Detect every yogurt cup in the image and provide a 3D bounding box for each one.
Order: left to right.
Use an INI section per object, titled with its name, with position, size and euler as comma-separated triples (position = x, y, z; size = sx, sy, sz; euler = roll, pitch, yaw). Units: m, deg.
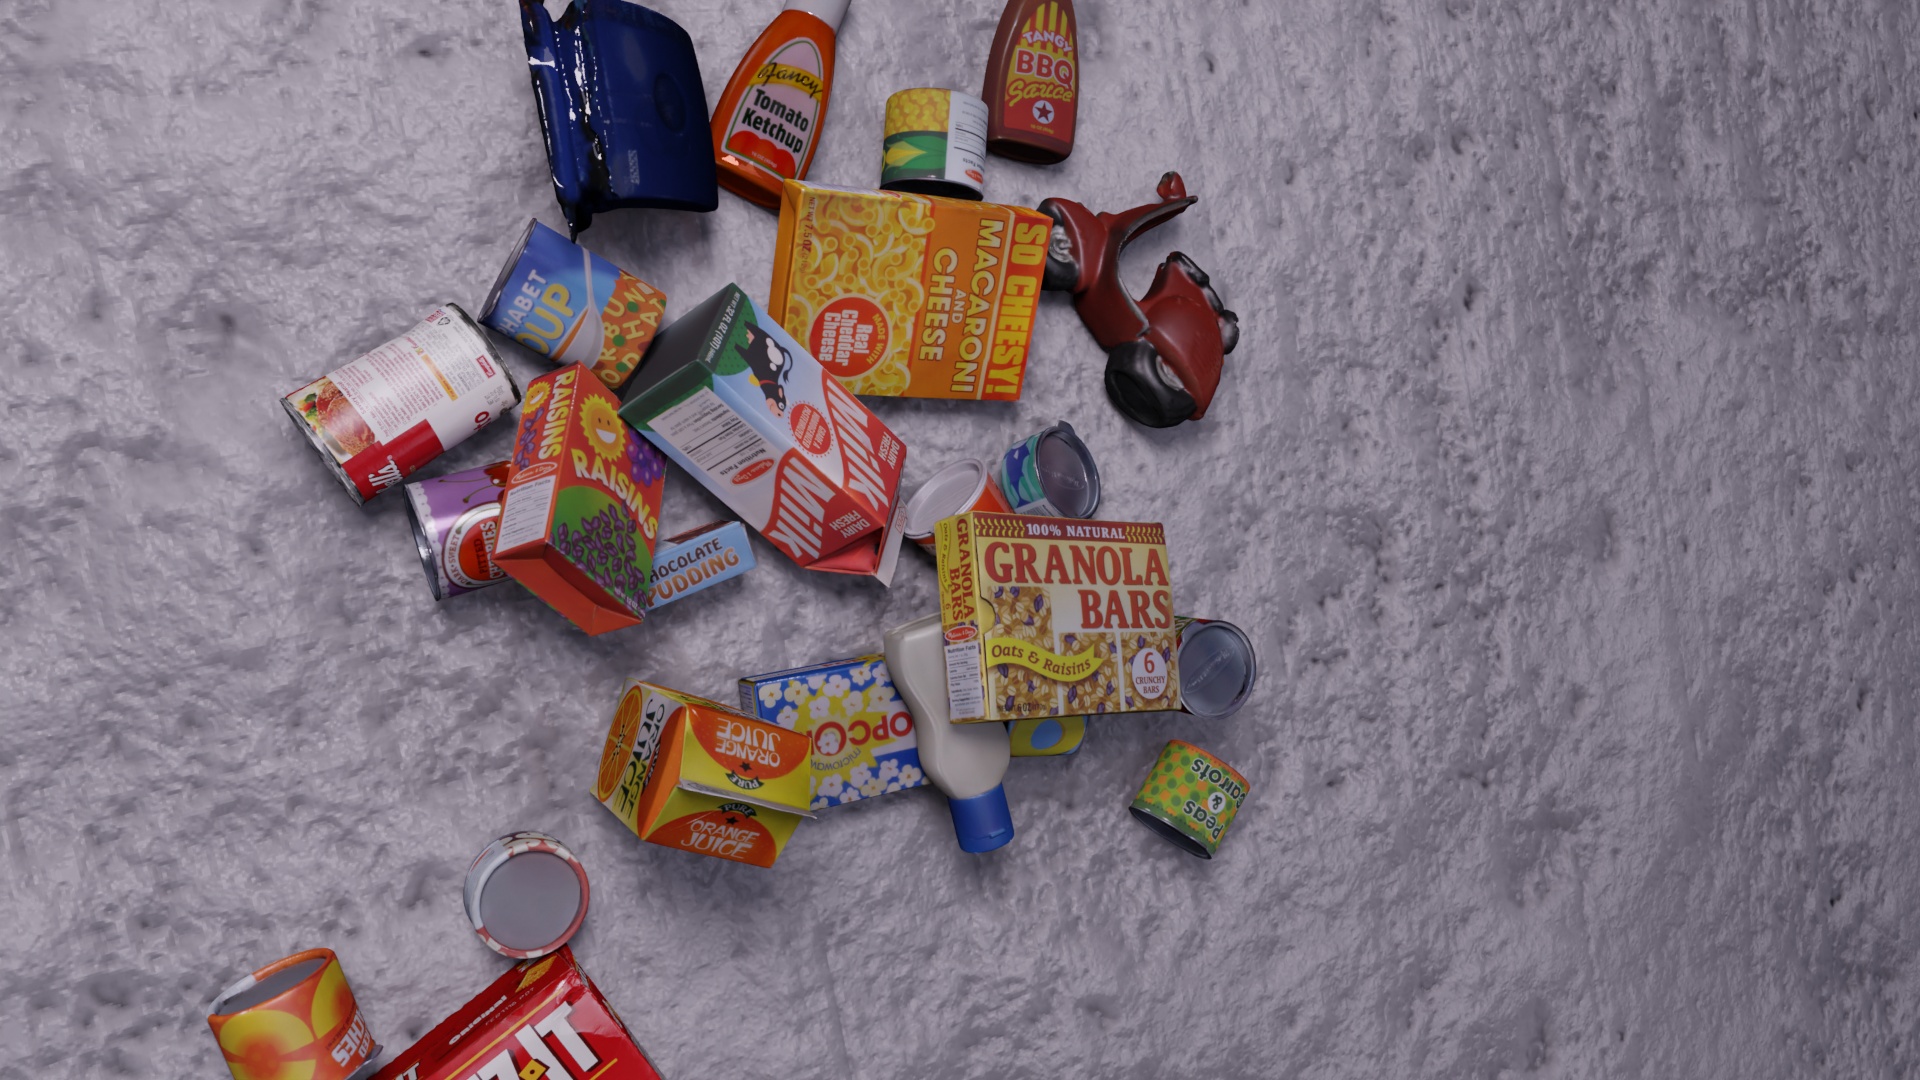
[yogurt cup]
position = 0.003, -0.011, 0.895
size = 0.072, 0.072, 0.054
euler = -50, 118, -16

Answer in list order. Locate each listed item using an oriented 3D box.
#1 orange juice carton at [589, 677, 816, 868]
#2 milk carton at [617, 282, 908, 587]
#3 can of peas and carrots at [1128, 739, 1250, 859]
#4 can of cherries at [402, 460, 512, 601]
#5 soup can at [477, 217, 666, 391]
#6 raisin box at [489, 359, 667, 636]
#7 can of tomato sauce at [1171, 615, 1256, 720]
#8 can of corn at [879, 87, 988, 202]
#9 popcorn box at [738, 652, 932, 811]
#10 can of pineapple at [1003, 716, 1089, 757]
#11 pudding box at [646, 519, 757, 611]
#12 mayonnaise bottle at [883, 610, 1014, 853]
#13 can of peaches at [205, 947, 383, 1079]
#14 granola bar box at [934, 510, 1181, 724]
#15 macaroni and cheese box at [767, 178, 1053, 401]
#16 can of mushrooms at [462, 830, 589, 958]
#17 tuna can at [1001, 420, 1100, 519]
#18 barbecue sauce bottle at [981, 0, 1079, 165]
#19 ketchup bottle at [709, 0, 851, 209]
[orange juice carton]
position = -0.140, 0.126, 0.755
size = 0.072, 0.192, 0.073
euler = 20, 82, -24
[milk carton]
position = -0.098, -0.052, 0.818
size = 0.190, 0.073, 0.073
euler = 43, 39, -28
[can of peas and carrots]
position = 0.161, 0.180, 0.968
size = 0.071, 0.071, 0.059
euler = 39, 75, -21
[can of cherries]
position = -0.266, -0.005, 0.760
size = 0.058, 0.071, 0.071
euler = -17, 98, -25
[soup can]
position = -0.219, -0.129, 0.782
size = 0.084, 0.071, 0.071
euler = 29, 79, -23
[raisin box]
position = -0.204, -0.023, 0.756
size = 0.086, 0.040, 0.124
euler = 51, 29, -47
[can of tomato sauce]
position = 0.150, 0.084, 0.954
size = 0.071, 0.083, 0.071
euler = 0, 91, -26
[can of corn]
position = -0.019, -0.248, 0.881
size = 0.071, 0.071, 0.058
euler = 5, 88, -26
[popcorn box]
position = -0.071, 0.119, 0.874
size = 0.127, 0.038, 0.085
euler = -8, 94, -25
[can of pineapple]
position = 0.044, 0.111, 0.914
size = 0.058, 0.071, 0.071
euler = 2, 90, -25
[pudding box]
position = -0.168, 0.015, 0.819
size = 0.084, 0.049, 0.030
euler = -23, 102, -24
[mayonnaise bottle]
position = -0.001, 0.119, 0.863
size = 0.065, 0.041, 0.147
euler = -18, 100, -26
[can of peaches]
position = -0.347, 0.255, 0.726
size = 0.071, 0.071, 0.058
euler = -23, 100, -23
[granola bar box]
position = 0.064, 0.048, 0.866
size = 0.166, 0.039, 0.124
euler = 3, 78, -39
[macaroni and cheese box]
position = -0.034, -0.153, 0.866
size = 0.167, 0.040, 0.123
euler = 0, 113, -26
[can of mushrooms]
position = -0.245, 0.202, 0.794
size = 0.071, 0.033, 0.071
euler = 0, 90, -26
[tuna can]
position = 0.060, -0.043, 0.925
size = 0.071, 0.032, 0.071
euler = 21, 59, -41
[barbecue sauce bottle]
position = 0.050, -0.330, 0.923
size = 0.065, 0.043, 0.148
euler = 8, 87, -25
[ketchup bottle]
position = -0.107, -0.281, 0.849
size = 0.065, 0.043, 0.149
euler = 24, 80, -26
